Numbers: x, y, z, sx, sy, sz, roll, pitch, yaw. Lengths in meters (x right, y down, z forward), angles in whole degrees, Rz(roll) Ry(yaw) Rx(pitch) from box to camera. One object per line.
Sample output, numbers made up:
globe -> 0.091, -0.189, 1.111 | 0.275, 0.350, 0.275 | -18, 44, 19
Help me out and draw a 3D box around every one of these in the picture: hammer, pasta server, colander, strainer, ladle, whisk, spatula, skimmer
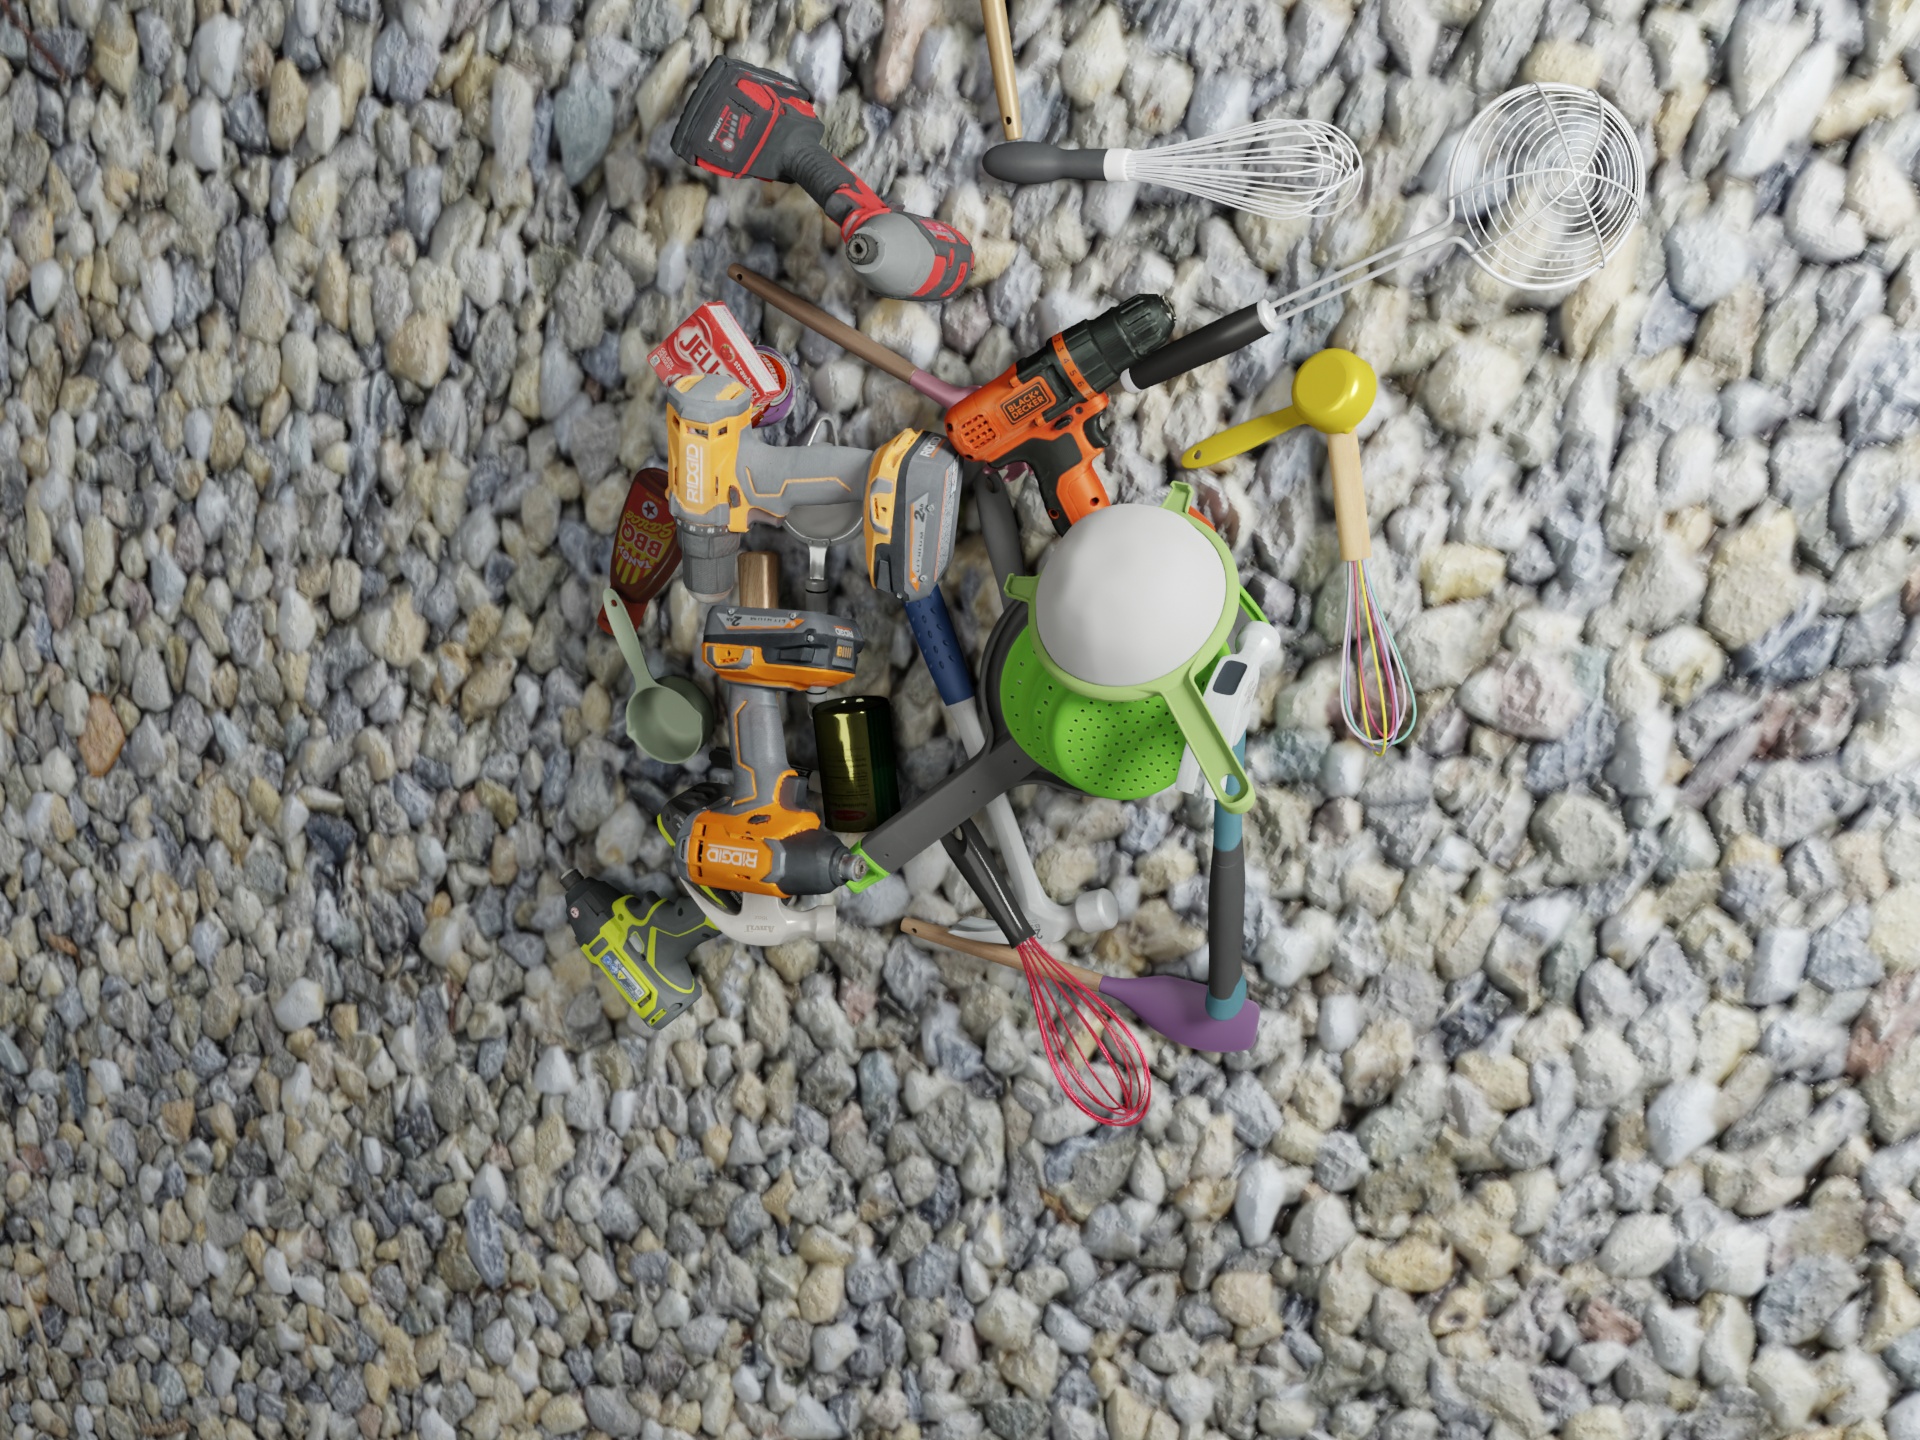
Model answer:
hammer -> -0.172, 0.023, 1.343 | 0.130, 0.031, 0.331 | -1, 90, -3
pasta server -> -0.061, -0.282, 1.247 | 0.316, 0.040, 0.060 | 33, 116, 15
colander -> 0.056, 0.036, 1.187 | 0.397, 0.095, 0.204 | -37, 116, 20
strainer -> 0.126, -0.052, 1.050 | 0.151, 0.069, 0.257 | -29, 56, 8
ladle -> 0.016, -0.580, 1.129 | 0.078, 0.062, 0.320 | -2, 111, 24
whisk -> 0.288, -0.094, 1.135 | 0.051, 0.047, 0.245 | -4, 100, 27
hammer -> 0.197, 0.096, 1.166 | 0.033, 0.128, 0.330 | 14, 132, 24
hammer -> -0.002, -0.004, 1.300 | 0.144, 0.035, 0.405 | -17, 97, 28
strainer -> -0.118, -0.120, 1.322 | 0.087, 0.050, 0.258 | 6, 111, 9
spatula -> 0.093, 0.215, 1.329 | 0.316, 0.018, 0.059 | 15, 111, 20
skimmer -> 0.274, -0.306, 1.088 | 0.363, 0.090, 0.127 | -18, 103, 38
whisk -> 0.062, 0.193, 1.277 | 0.073, 0.073, 0.296 | -37, 81, 29
whisk -> 0.141, -0.387, 1.114 | 0.285, 0.070, 0.070 | 11, 109, 27
whisk -> 0.049, -0.083, 1.250 | 0.055, 0.055, 0.239 | -12, 95, 27

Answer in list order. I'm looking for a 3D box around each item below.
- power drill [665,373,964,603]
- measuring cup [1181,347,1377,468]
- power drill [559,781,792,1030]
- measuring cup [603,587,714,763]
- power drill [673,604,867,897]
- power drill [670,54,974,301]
power drill -> -0.120, -0.156, 1.226 | 0.226, 0.084, 0.185 | 14, 125, 10
measuring cup -> 0.219, -0.216, 1.130 | 0.156, 0.029, 0.062 | -21, 67, 34
power drill -> -0.265, 0.162, 1.451 | 0.171, 0.080, 0.223 | 50, 122, 4
measuring cup -> -0.271, -0.044, 1.403 | 0.083, 0.038, 0.167 | -13, 106, 27
power drill -> -0.139, 0.027, 1.264 | 0.164, 0.084, 0.226 | 6, 89, 27
power drill -> -0.100, -0.391, 1.176 | 0.220, 0.143, 0.078 | 42, 115, 12
